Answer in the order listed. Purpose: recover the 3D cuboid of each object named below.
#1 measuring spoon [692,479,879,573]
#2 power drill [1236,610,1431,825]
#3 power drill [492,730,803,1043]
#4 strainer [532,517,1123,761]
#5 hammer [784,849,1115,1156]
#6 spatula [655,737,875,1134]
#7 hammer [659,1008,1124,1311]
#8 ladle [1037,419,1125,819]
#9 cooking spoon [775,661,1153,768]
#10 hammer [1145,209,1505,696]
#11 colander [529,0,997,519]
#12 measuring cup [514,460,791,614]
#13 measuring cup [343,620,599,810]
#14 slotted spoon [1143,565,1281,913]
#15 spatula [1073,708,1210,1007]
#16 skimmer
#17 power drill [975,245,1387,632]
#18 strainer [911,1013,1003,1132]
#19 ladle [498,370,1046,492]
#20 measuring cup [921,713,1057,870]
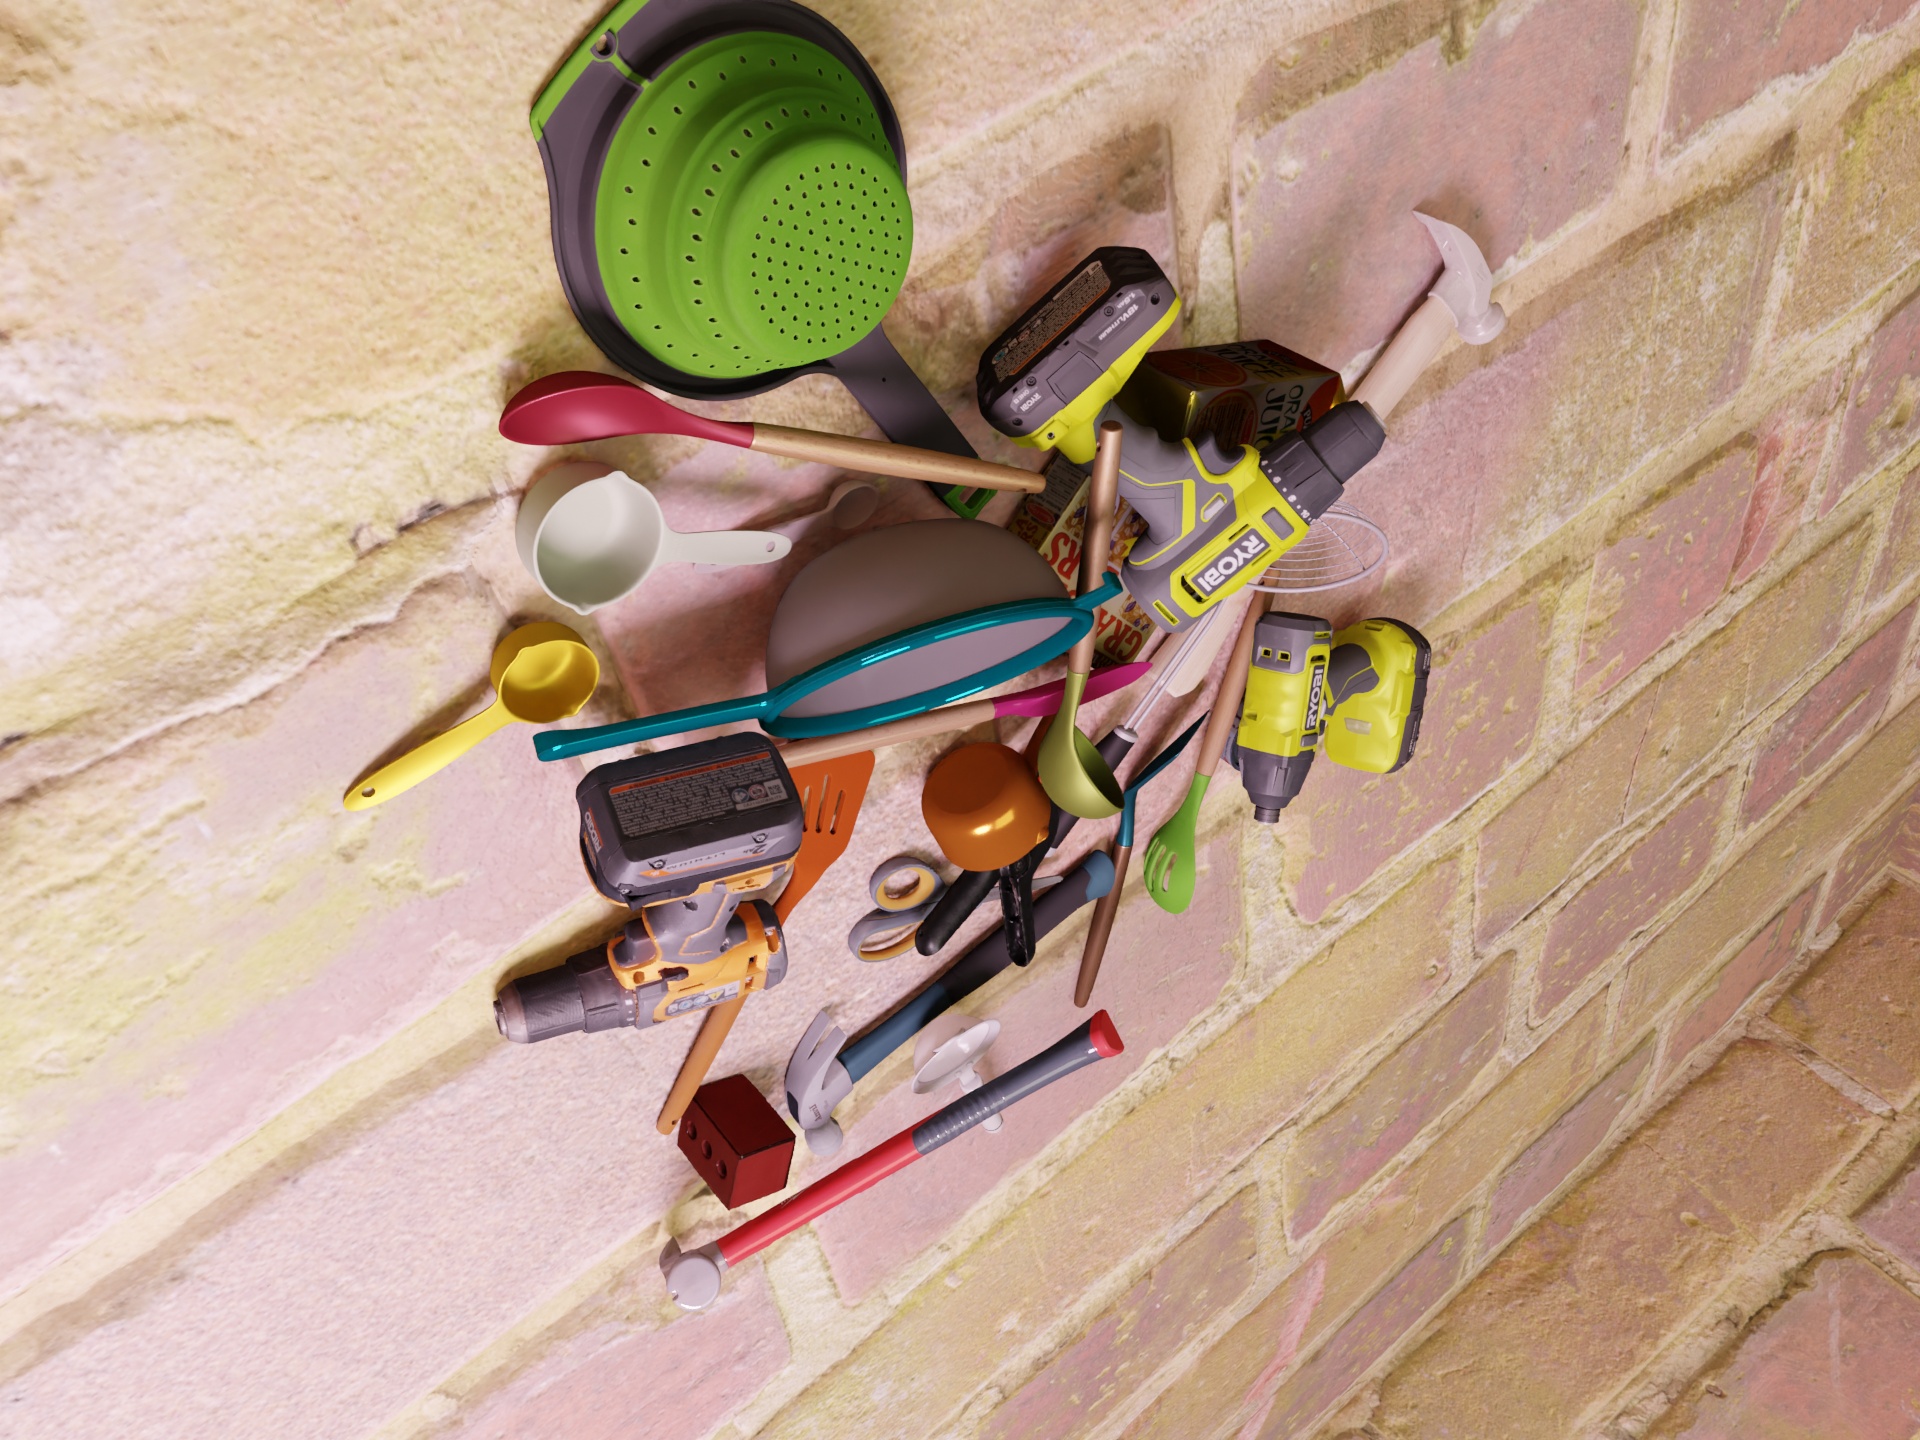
[{"bbox_3d":[-0.106,-0.116,0.949,0.124,0.018,0.034,-24,147,-21],"label":"measuring spoon"},{"bbox_3d":[0.309,-0.007,1.342,0.223,0.080,0.171,-8,108,-50],"label":"power drill"},{"bbox_3d":[-0.189,0.115,0.958,0.185,0.084,0.226,-13,146,-23],"label":"power drill"},{"bbox_3d":[-0.089,-0.053,0.937,0.340,0.095,0.211,-13,170,-23],"label":"strainer"},{"bbox_3d":[-0.003,0.213,1.285,0.331,0.033,0.128,-35,139,-20],"label":"hammer"},{"bbox_3d":[-0.147,0.158,1.111,0.081,0.041,0.322,9,116,-46],"label":"spatula"},{"bbox_3d":[-0.048,0.328,1.216,0.386,0.038,0.143,-26,177,-15],"label":"hammer"},{"bbox_3d":[0.091,-0.056,1.026,0.062,0.078,0.319,-8,135,-12],"label":"ladle"},{"bbox_3d":[-0.002,-0.003,1.094,0.319,0.017,0.068,-14,163,-28],"label":"cooking spoon"},{"bbox_3d":[0.273,-0.196,1.238,0.410,0.038,0.146,-53,140,2],"label":"hammer"},{"bbox_3d":[-0.055,-0.211,0.858,0.204,0.095,0.396,-50,141,-3],"label":"colander"},{"bbox_3d":[-0.168,-0.103,0.878,0.167,0.038,0.083,-4,122,-45],"label":"measuring cup"},{"bbox_3d":[-0.271,-0.002,0.870,0.156,0.029,0.062,-33,141,-5],"label":"measuring cup"},{"bbox_3d":[0.211,0.019,1.336,0.031,0.070,0.313,7,108,-31],"label":"slotted spoon"},{"bbox_3d":[0.144,0.129,1.354,0.082,0.044,0.317,-46,153,-54],"label":"spatula"},{"bbox_3d":[0.172,-0.021,1.193,0.127,0.090,0.363,19,114,-38],"label":"skimmer"},{"bbox_3d":[0.140,-0.182,0.995,0.190,0.080,0.228,-40,121,17],"label":"power drill"},{"bbox_3d":[0.005,0.292,1.299,0.087,0.050,0.258,-36,146,-11],"label":"strainer"},{"bbox_3d":[-0.089,-0.149,0.859,0.315,0.069,0.031,4,73,-29],"label":"ladle"},{"bbox_3d":[0.036,0.025,1.155,0.174,0.095,0.052,-58,140,-23],"label":"measuring cup"}]
